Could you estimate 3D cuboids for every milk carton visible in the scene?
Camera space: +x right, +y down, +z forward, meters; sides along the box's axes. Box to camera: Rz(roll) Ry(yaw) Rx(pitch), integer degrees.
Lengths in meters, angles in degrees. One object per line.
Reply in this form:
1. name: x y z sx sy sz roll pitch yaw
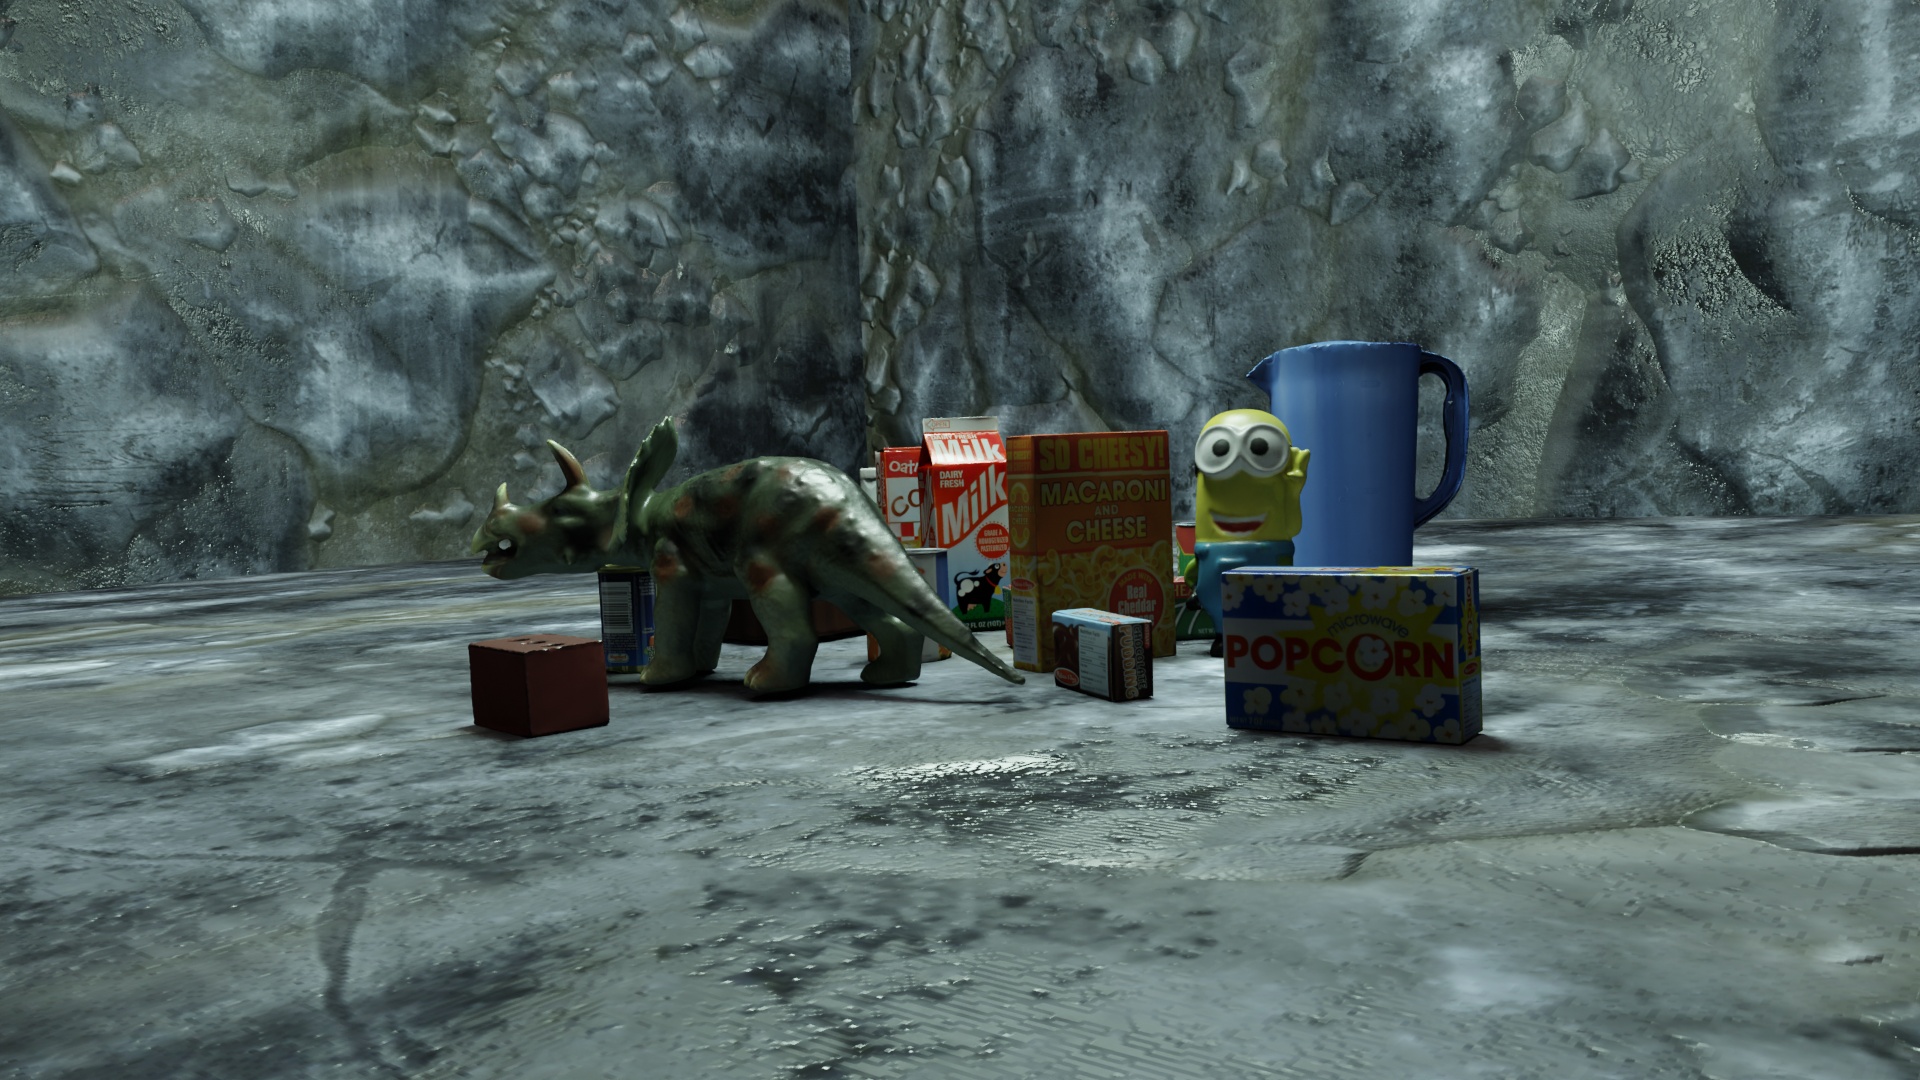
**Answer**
1. milk carton: 0.004 -0.016 1.250 0.072 0.190 0.073 -3 2 -13

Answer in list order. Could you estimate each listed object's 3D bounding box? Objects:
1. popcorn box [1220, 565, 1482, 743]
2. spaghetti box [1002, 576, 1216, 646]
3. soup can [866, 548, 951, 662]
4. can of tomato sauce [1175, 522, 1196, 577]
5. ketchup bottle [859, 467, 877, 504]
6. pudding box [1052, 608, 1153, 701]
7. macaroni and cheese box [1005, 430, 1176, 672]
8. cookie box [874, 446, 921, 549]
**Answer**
1. popcorn box: 0.200 0.057 0.721 0.126 0.085 0.038 0 3 34
2. spaghetti box: 0.160 0.055 1.118 0.250 0.050 0.028 -3 2 -5
3. soup can: -0.041 0.049 1.070 0.071 0.083 0.071 -2 3 0
4. can of tomato sauce: 0.241 0.024 1.341 0.071 0.083 0.071 -2 3 0
5. ketchup bottle: -0.082 0.000 1.423 0.065 0.148 0.043 -1 2 21
6. pudding box: 0.089 0.071 0.877 0.030 0.049 0.083 -3 3 -22
7. macaroni and cheese box: 0.095 0.005 1.007 0.124 0.166 0.040 -4 3 -31
8. cookie box: -0.018 -0.010 1.379 0.123 0.167 0.040 -3 2 -20
